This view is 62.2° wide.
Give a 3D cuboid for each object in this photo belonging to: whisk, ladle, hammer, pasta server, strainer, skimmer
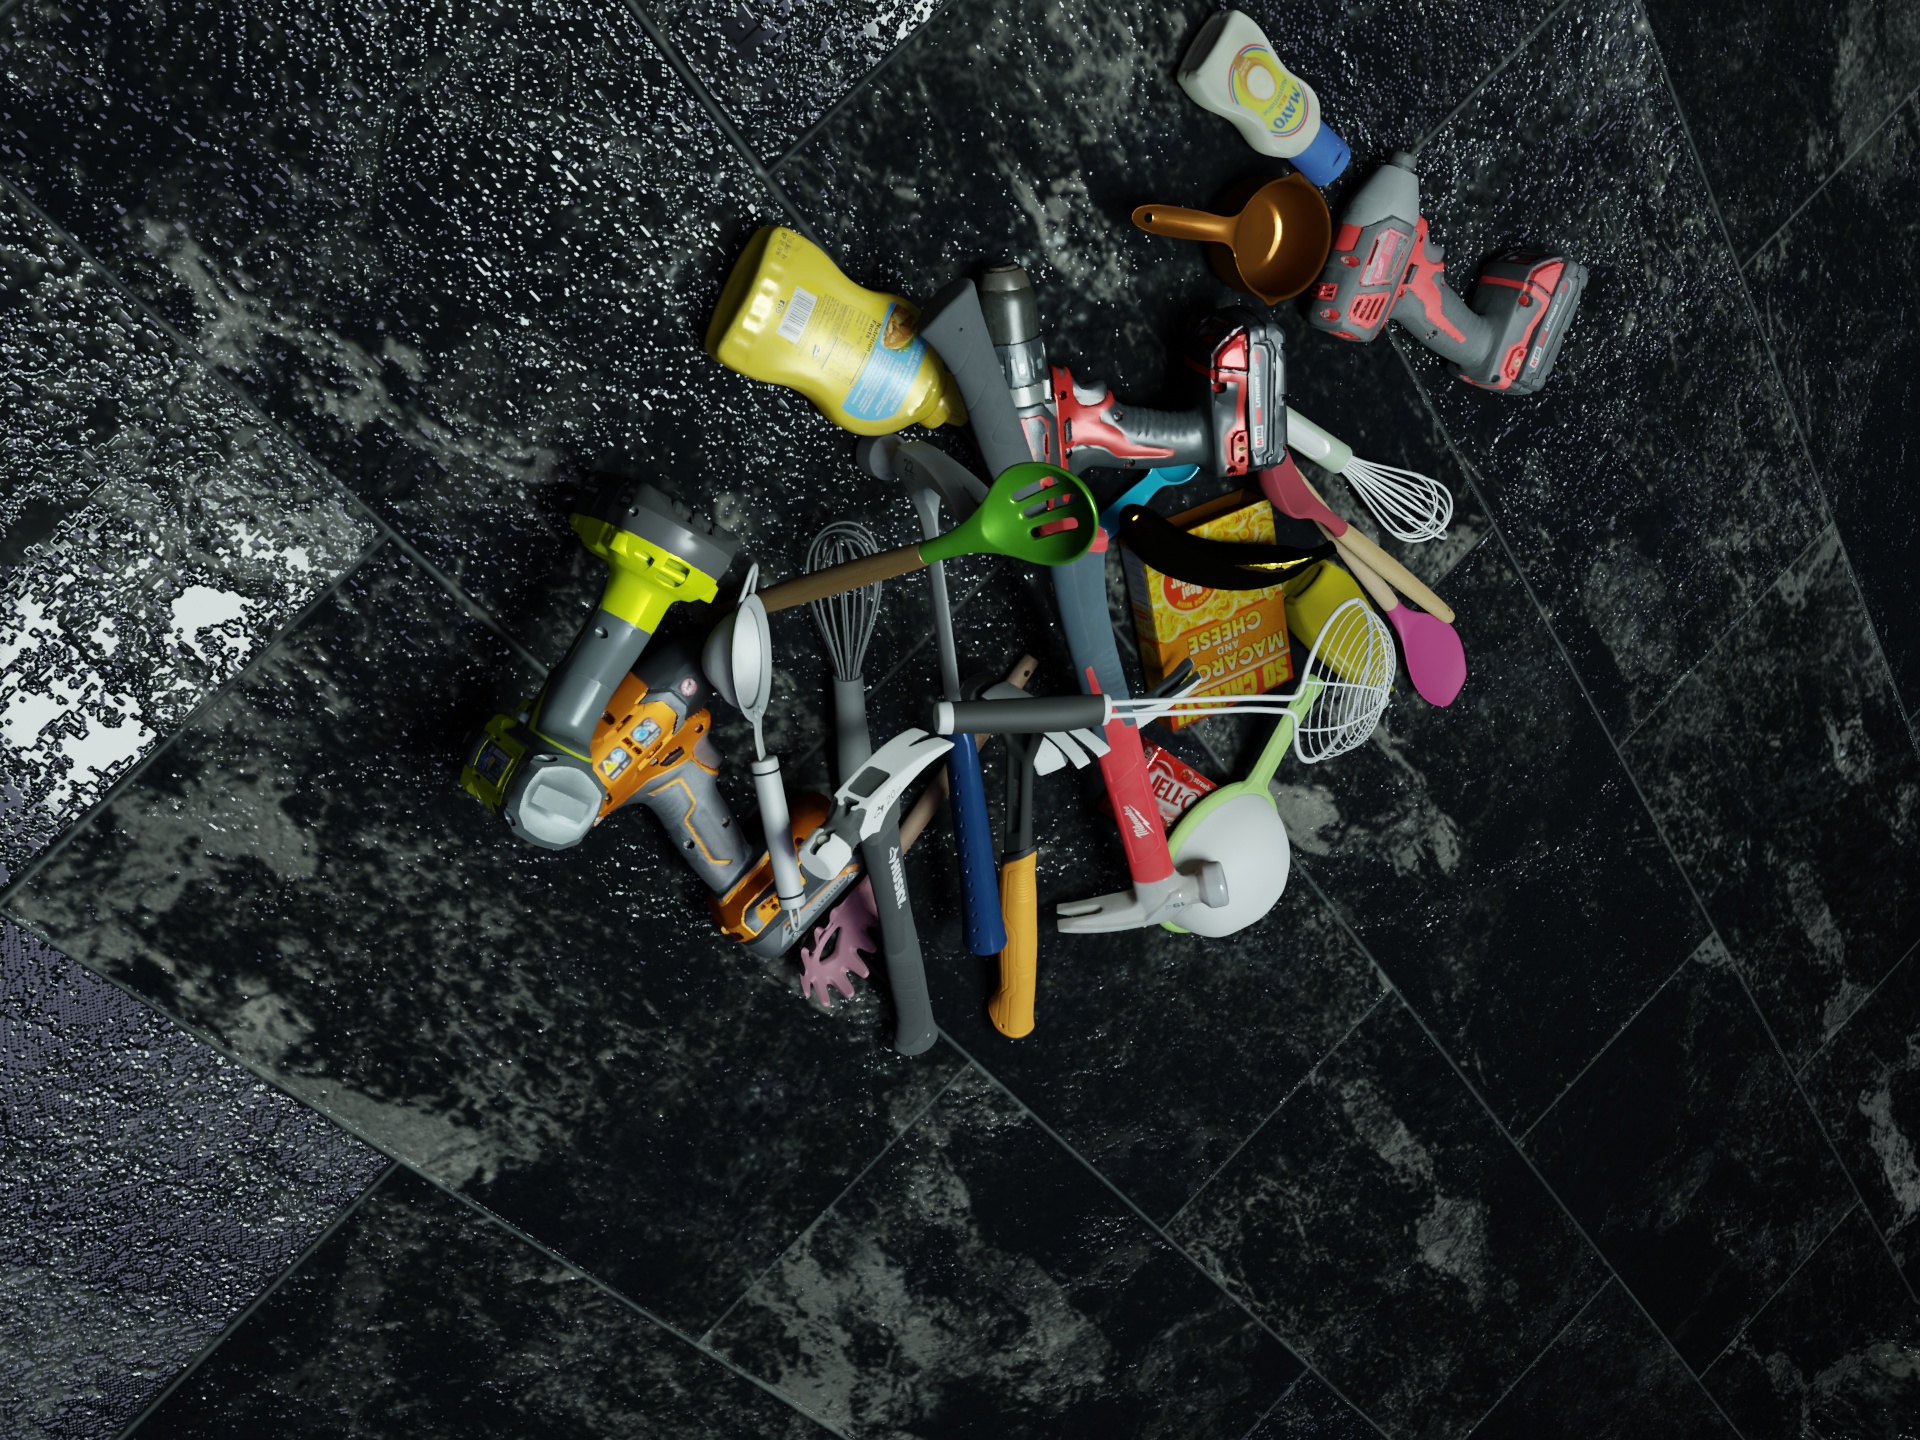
[{"bbox_3d":[-0.080,-0.032,1.170,0.055,0.055,0.238,-14,120,-23],"label":"whisk"},{"bbox_3d":[0.330,-0.149,1.322,0.315,0.031,0.069,28,52,-39],"label":"ladle"},{"bbox_3d":[0.051,0.128,1.254,0.034,0.127,0.336,-29,134,-35],"label":"hammer"},{"bbox_3d":[-0.031,0.082,1.245,0.060,0.040,0.316,35,90,-40],"label":"pasta server"},{"bbox_3d":[-0.046,0.149,1.203,0.146,0.035,0.334,-51,151,-33],"label":"hammer"},{"bbox_3d":[-0.137,0.023,1.079,0.050,0.087,0.258,-7,103,12],"label":"strainer"},{"bbox_3d":[0.261,0.086,1.355,0.151,0.069,0.256,10,111,-46],"label":"strainer"},{"bbox_3d":[0.061,-0.131,1.137,0.149,0.036,0.408,-23,129,2],"label":"hammer"},{"bbox_3d":[-0.002,-0.004,1.161,0.035,0.144,0.405,-21,119,-25],"label":"hammer"},{"bbox_3d":[0.102,0.014,1.206,0.143,0.038,0.385,-12,127,9],"label":"hammer"},{"bbox_3d":[0.153,-0.022,1.149,0.363,0.090,0.127,-3,115,-14],"label":"skimmer"},{"bbox_3d":[0.317,-0.210,1.305,0.246,0.059,0.057,25,122,-29],"label":"whisk"}]

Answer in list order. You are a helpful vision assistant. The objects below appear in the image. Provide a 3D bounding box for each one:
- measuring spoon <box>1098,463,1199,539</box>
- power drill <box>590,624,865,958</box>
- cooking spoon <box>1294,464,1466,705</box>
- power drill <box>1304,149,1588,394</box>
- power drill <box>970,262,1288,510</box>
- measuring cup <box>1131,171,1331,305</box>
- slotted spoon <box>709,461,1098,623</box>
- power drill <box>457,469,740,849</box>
[{"bbox_3d":[0.134,-0.177,1.242,0.128,0.021,0.042,-43,118,5],"label":"measuring spoon"},{"bbox_3d":[-0.171,0.048,1.133,0.164,0.084,0.226,-47,120,-6],"label":"power drill"},{"bbox_3d":[0.361,-0.117,1.381,0.318,0.017,0.069,43,75,-34],"label":"cooking spoon"},{"bbox_3d":[0.385,-0.352,1.266,0.219,0.079,0.143,13,103,-28],"label":"power drill"},{"bbox_3d":[0.116,-0.247,1.152,0.226,0.080,0.187,-12,116,-10],"label":"power drill"},{"bbox_3d":[0.189,-0.362,1.171,0.173,0.052,0.095,0,110,-26],"label":"measuring cup"},{"bbox_3d":[-0.045,-0.105,1.039,0.070,0.314,0.031,64,34,-19],"label":"slotted spoon"},{"bbox_3d":[-0.243,-0.042,1.015,0.080,0.171,0.223,30,86,-34],"label":"power drill"}]
